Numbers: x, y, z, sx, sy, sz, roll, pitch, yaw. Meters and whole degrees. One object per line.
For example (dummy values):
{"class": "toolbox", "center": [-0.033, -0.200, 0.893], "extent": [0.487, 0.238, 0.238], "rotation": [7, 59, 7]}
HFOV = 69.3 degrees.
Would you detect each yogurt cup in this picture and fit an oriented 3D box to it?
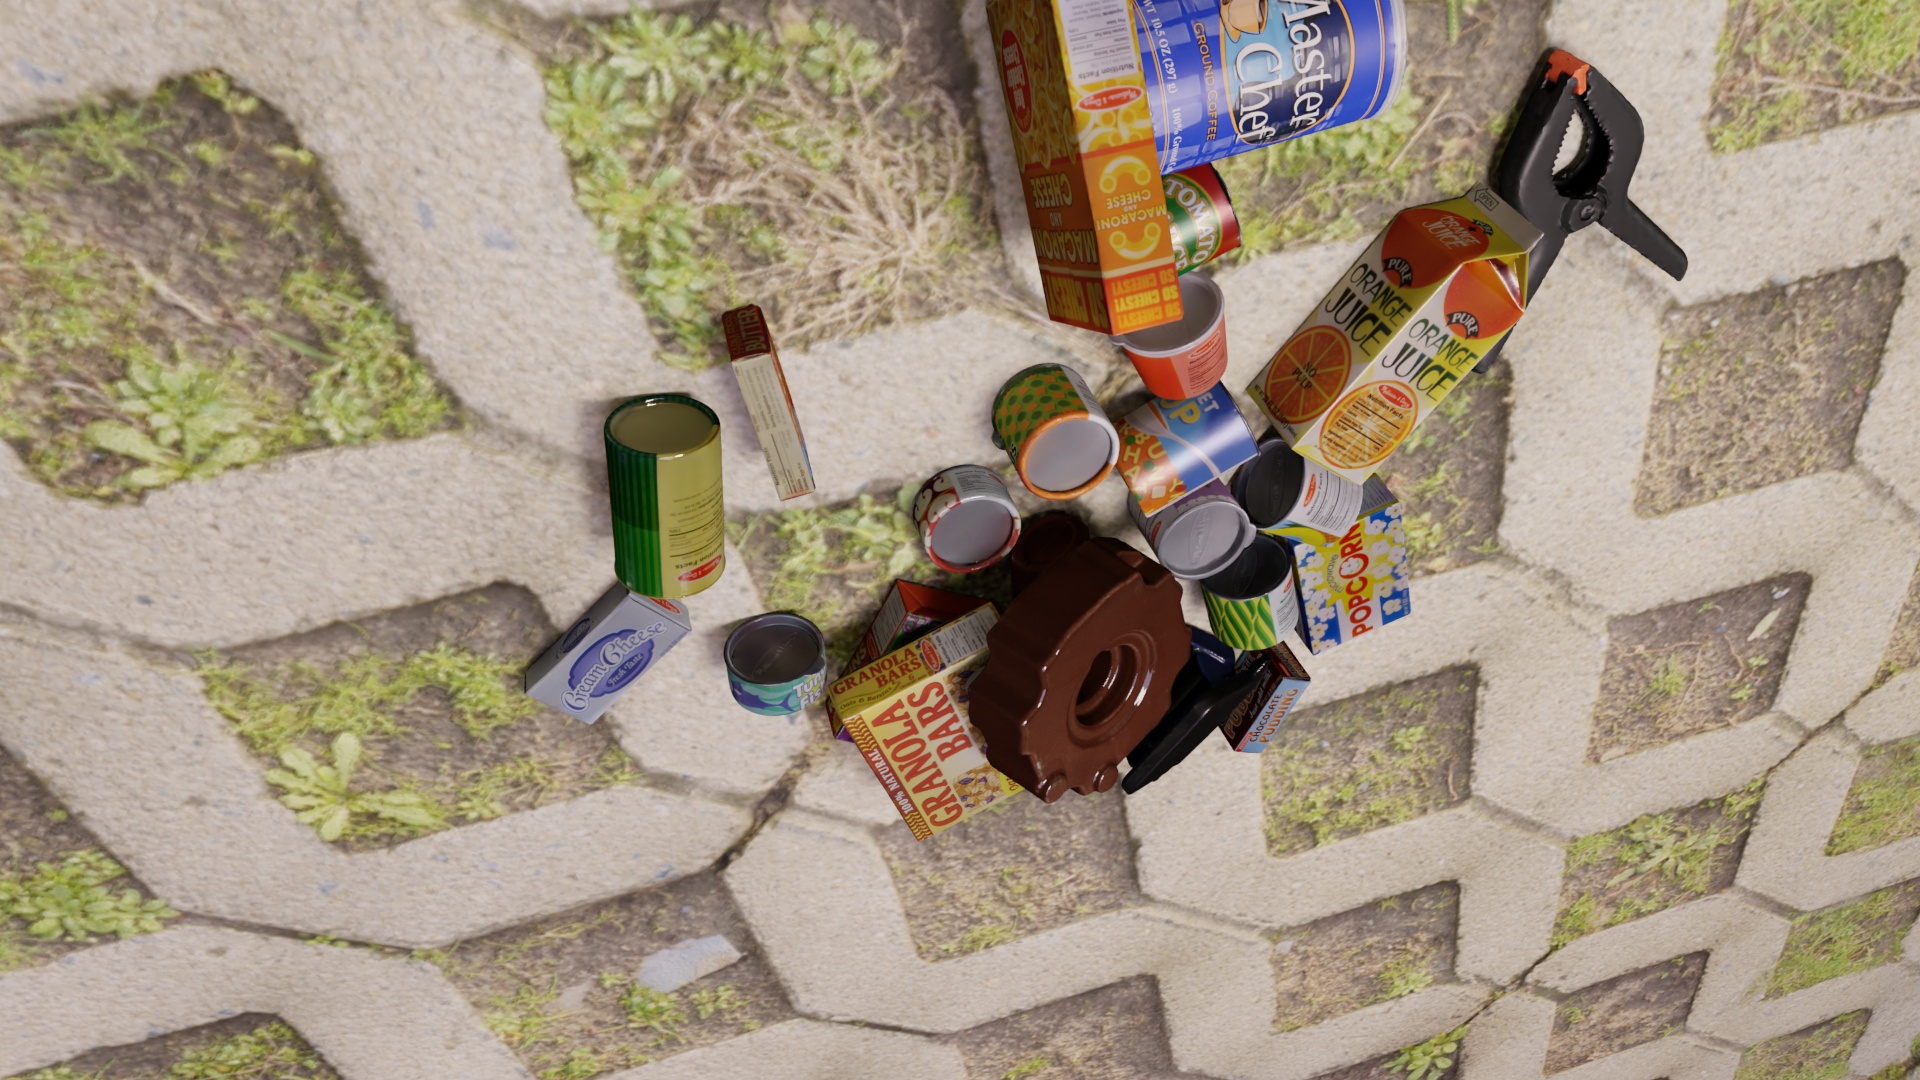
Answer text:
{"class": "yogurt cup", "center": [0.131, -0.123, 0.847], "extent": [0.072, 0.073, 0.053], "rotation": [-27, 140, 3]}

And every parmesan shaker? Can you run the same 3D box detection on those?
{"class": "parmesan shaker", "center": [-0.170, -0.027, 0.813], "extent": [0.071, 0.071, 0.102], "rotation": [-6, 129, -16]}

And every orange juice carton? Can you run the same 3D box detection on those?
{"class": "orange juice carton", "center": [0.282, -0.136, 0.886], "extent": [0.073, 0.072, 0.192], "rotation": [23, 117, -34]}

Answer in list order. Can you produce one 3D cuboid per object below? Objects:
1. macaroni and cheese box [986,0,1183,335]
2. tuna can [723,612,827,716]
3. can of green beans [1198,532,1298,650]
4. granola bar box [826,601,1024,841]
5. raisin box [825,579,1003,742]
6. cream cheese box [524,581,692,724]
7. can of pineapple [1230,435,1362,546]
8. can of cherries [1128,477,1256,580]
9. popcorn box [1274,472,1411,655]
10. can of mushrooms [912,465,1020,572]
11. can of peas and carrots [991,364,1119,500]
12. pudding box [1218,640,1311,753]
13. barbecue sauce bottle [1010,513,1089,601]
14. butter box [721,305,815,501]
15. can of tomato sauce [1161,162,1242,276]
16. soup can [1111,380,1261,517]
{"class": "macaroni and cheese box", "center": [0.060, -0.190, 0.684], "extent": [0.040, 0.124, 0.166], "rotation": [-15, 105, -8]}
{"class": "tuna can", "center": [-0.119, 0.083, 0.917], "extent": [0.071, 0.071, 0.032], "rotation": [-11, 132, -11]}
{"class": "can of green beans", "center": [0.208, 0.037, 1.003], "extent": [0.071, 0.071, 0.057], "rotation": [-22, 132, -2]}
{"class": "granola bar box", "center": [-0.005, 0.129, 0.963], "extent": [0.124, 0.039, 0.164], "rotation": [-27, 136, -3]}
{"class": "raisin box", "center": [-0.030, 0.092, 0.978], "extent": [0.086, 0.040, 0.122], "rotation": [14, 122, -30]}
{"class": "cream cheese box", "center": [-0.228, 0.072, 0.898], "extent": [0.103, 0.024, 0.053], "rotation": [-42, 129, 15]}
{"class": "can of pineapple", "center": [0.232, -0.034, 0.957], "extent": [0.058, 0.071, 0.070], "rotation": [15, 121, -30]}
{"class": "can of cherries", "center": [0.157, -0.016, 0.946], "extent": [0.071, 0.058, 0.071], "rotation": [-10, 129, -13]}
{"class": "popcorn box", "center": [0.286, 0.020, 1.037], "extent": [0.085, 0.038, 0.126], "rotation": [-23, 132, -1]}
{"class": "can of mushrooms", "center": [0.003, -0.011, 0.910], "extent": [0.071, 0.033, 0.070], "rotation": [-11, 130, -13]}
{"class": "can of peas and carrots", "center": [0.057, -0.066, 0.868], "extent": [0.071, 0.059, 0.070], "rotation": [-10, 130, -12]}
{"class": "pudding box", "center": [0.234, 0.121, 1.093], "extent": [0.030, 0.050, 0.083], "rotation": [8, 125, -28]}
{"class": "barbecue sauce bottle", "center": [0.063, 0.053, 0.971], "extent": [0.065, 0.044, 0.147], "rotation": [-47, 148, -35]}
{"class": "butter box", "center": [-0.110, -0.078, 0.800], "extent": [0.024, 0.053, 0.103], "rotation": [-17, 131, -3]}
{"class": "can of tomato sauce", "center": [0.108, -0.177, 0.789], "extent": [0.083, 0.071, 0.071], "rotation": [-27, 132, 3]}
{"class": "soup can", "center": [0.139, -0.065, 0.895], "extent": [0.084, 0.071, 0.071], "rotation": [-30, 132, 6]}
